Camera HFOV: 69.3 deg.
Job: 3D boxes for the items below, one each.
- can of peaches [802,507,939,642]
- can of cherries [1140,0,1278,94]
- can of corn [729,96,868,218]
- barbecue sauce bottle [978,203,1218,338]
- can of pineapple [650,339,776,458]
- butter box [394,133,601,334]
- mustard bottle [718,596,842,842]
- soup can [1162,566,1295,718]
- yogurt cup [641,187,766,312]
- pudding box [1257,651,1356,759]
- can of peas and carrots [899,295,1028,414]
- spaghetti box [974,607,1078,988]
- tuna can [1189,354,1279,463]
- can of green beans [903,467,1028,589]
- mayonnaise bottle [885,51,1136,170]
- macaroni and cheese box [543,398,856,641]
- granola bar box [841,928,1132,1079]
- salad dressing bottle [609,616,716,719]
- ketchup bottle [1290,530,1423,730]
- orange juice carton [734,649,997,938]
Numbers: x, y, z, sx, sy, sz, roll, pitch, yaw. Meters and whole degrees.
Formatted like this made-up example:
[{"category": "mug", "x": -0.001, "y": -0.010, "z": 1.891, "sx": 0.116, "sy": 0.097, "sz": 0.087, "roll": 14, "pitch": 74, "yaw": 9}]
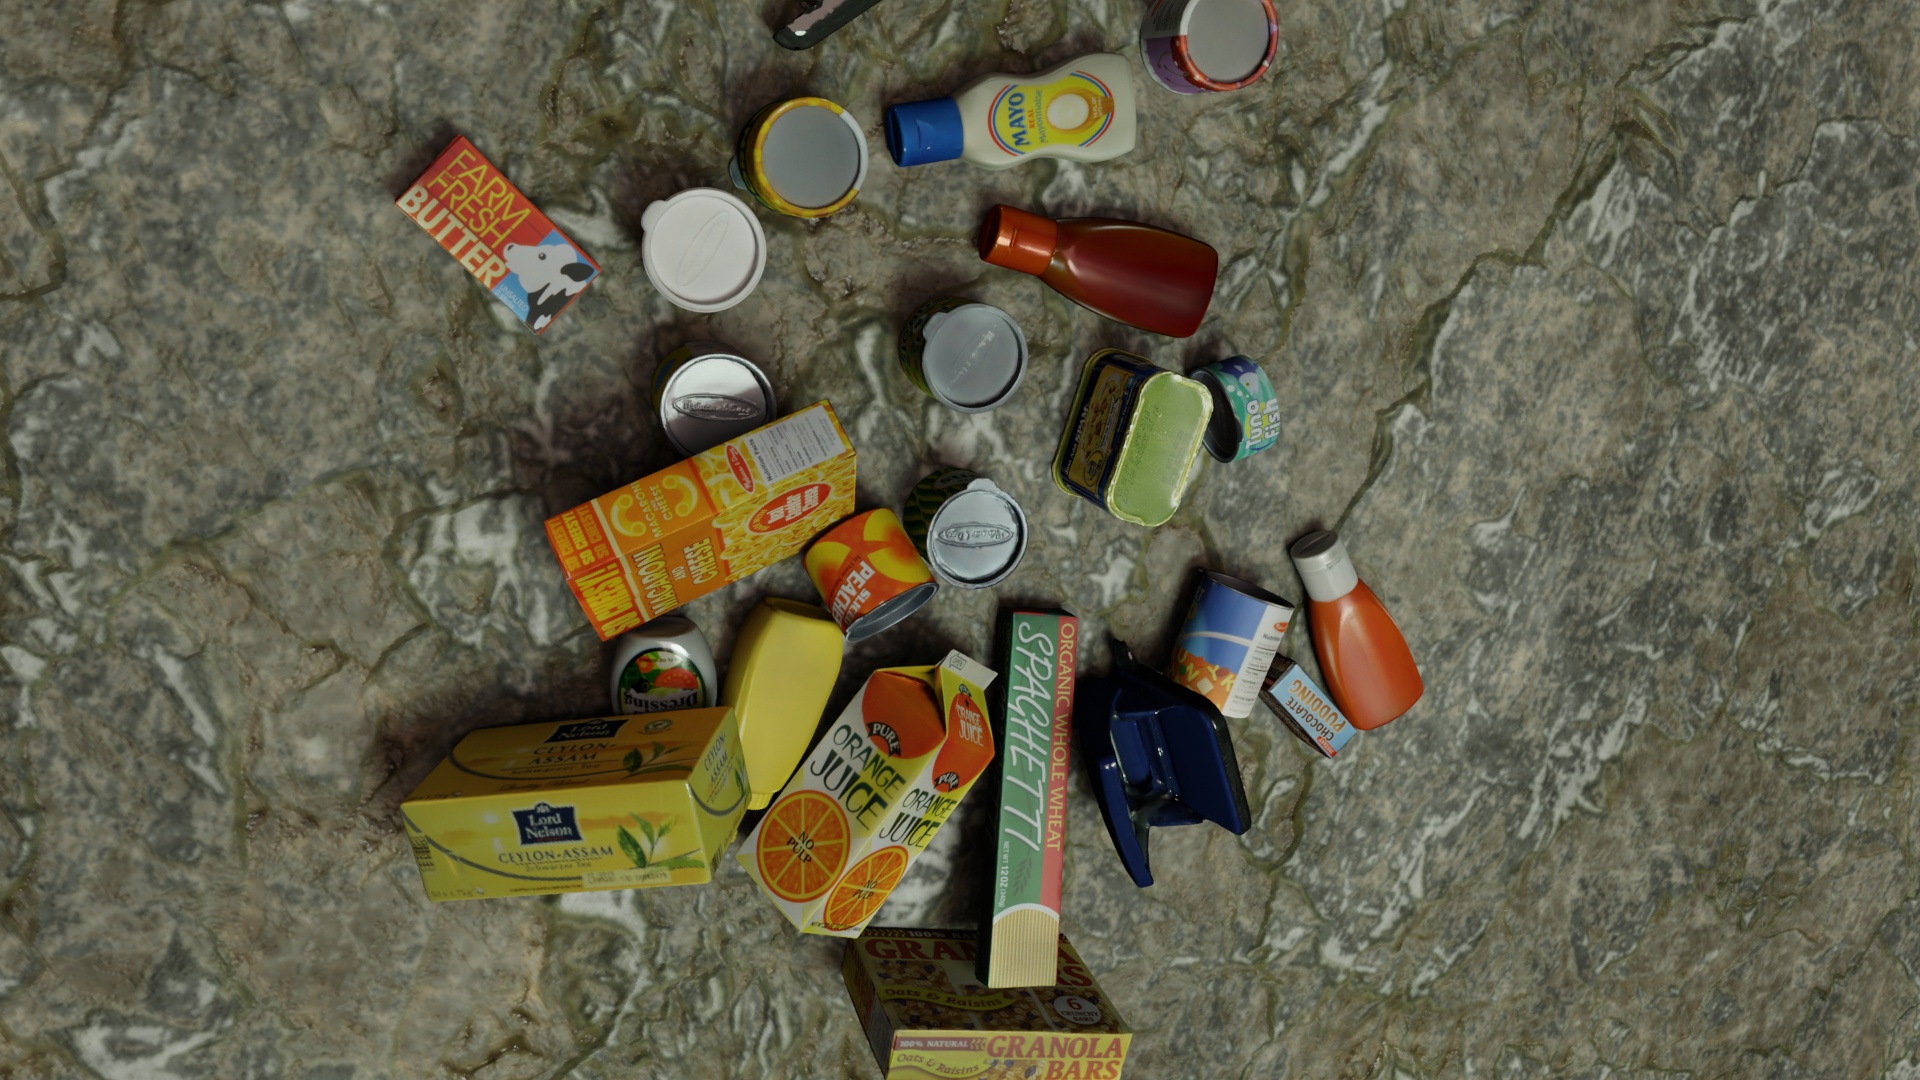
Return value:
[{"category": "can of peaches", "x": -0.057, "y": 0.021, "z": 0.851, "sx": 0.071, "sy": 0.071, "sz": 0.058, "roll": -29, "pitch": 76, "yaw": -9}, {"category": "can of cherries", "x": 0.153, "y": -0.306, "z": 0.847, "sx": 0.071, "sy": 0.058, "sz": 0.071, "roll": -5, "pitch": 106, "yaw": -17}, {"category": "can of corn", "x": -0.093, "y": -0.217, "z": 0.790, "sx": 0.071, "sy": 0.058, "sz": 0.071, "roll": -5, "pitch": 106, "yaw": -17}, {"category": "barbecue sauce bottle", "x": 0.086, "y": -0.174, "z": 0.870, "sx": 0.149, "sy": 0.044, "sz": 0.064, "roll": 12, "pitch": 101, "yaw": -20}, {"category": "can of pineapple", "x": -0.146, "y": -0.080, "z": 0.810, "sx": 0.071, "sy": 0.058, "sz": 0.070, "roll": -5, "pitch": 106, "yaw": -17}, {"category": "butter box", "x": -0.254, "y": -0.168, "z": 0.768, "sx": 0.053, "sy": 0.024, "sz": 0.103, "roll": -45, "pitch": 113, "yaw": -1}, {"category": "mustard bottle", "x": -0.125, "y": 0.116, "z": 0.876, "sx": 0.065, "sy": 0.049, "sz": 0.160, "roll": 16, "pitch": 100, "yaw": -28}, {"category": "soup can", "x": 0.181, "y": 0.070, "z": 0.958, "sx": 0.071, "sy": 0.071, "sz": 0.083, "roll": 17, "pitch": 100, "yaw": -22}, {"category": "yogurt cup", "x": -0.148, "y": -0.166, "z": 0.788, "sx": 0.072, "sy": 0.054, "sz": 0.072, "roll": -5, "pitch": 106, "yaw": -17}, {"category": "pudding box", "x": 0.240, "y": 0.114, "z": 0.997, "sx": 0.030, "sy": 0.050, "sz": 0.083, "roll": -46, "pitch": 114, "yaw": -4}, {"category": "can of peas and carrots", "x": -0.001, "y": -0.116, "z": 0.848, "sx": 0.071, "sy": 0.059, "sz": 0.070, "roll": -5, "pitch": 106, "yaw": -17}, {"category": "spaghetti box", "x": 0.044, "y": 0.169, "z": 0.924, "sx": 0.050, "sy": 0.028, "sz": 0.250, "roll": 5, "pitch": 88, "yaw": -20}, {"category": "tuna can", "x": 0.180, "y": -0.086, "z": 0.910, "sx": 0.033, "sy": 0.071, "sz": 0.071, "roll": -19, "pitch": 110, "yaw": -13}, {"category": "can of green beans", "x": 0.003, "y": -0.009, "z": 0.879, "sx": 0.071, "sy": 0.058, "sz": 0.071, "roll": -5, "pitch": 106, "yaw": -17}, {"category": "mayonnaise bottle", "x": 0.031, "y": -0.252, "z": 0.831, "sx": 0.148, "sy": 0.041, "sz": 0.064, "roll": -13, "pitch": 110, "yaw": -15}, {"category": "macaroni and cheese box", "x": -0.143, "y": -0.009, "z": 0.794, "sx": 0.167, "sy": 0.123, "sz": 0.040, "roll": -25, "pitch": 74, "yaw": -14}, {"category": "granola bar box", "x": 0.014, "y": 0.311, "z": 0.935, "sx": 0.166, "sy": 0.124, "sz": 0.039, "roll": 8, "pitch": 103, "yaw": -20}, {"category": "salad dressing bottle", "x": -0.182, "y": 0.123, "z": 0.861, "sx": 0.064, "sy": 0.044, "sz": 0.147, "roll": -2, "pitch": 106, "yaw": -8}, {"category": "ketchup bottle", "x": 0.281, "y": 0.063, "z": 0.999, "sx": 0.065, "sy": 0.043, "sz": 0.148, "roll": -32, "pitch": 112, "yaw": -9}, {"category": "orange juice carton", "x": -0.048, "y": 0.153, "z": 0.885, "sx": 0.192, "sy": 0.073, "sz": 0.071, "roll": -53, "pitch": 148, "yaw": 1}]
